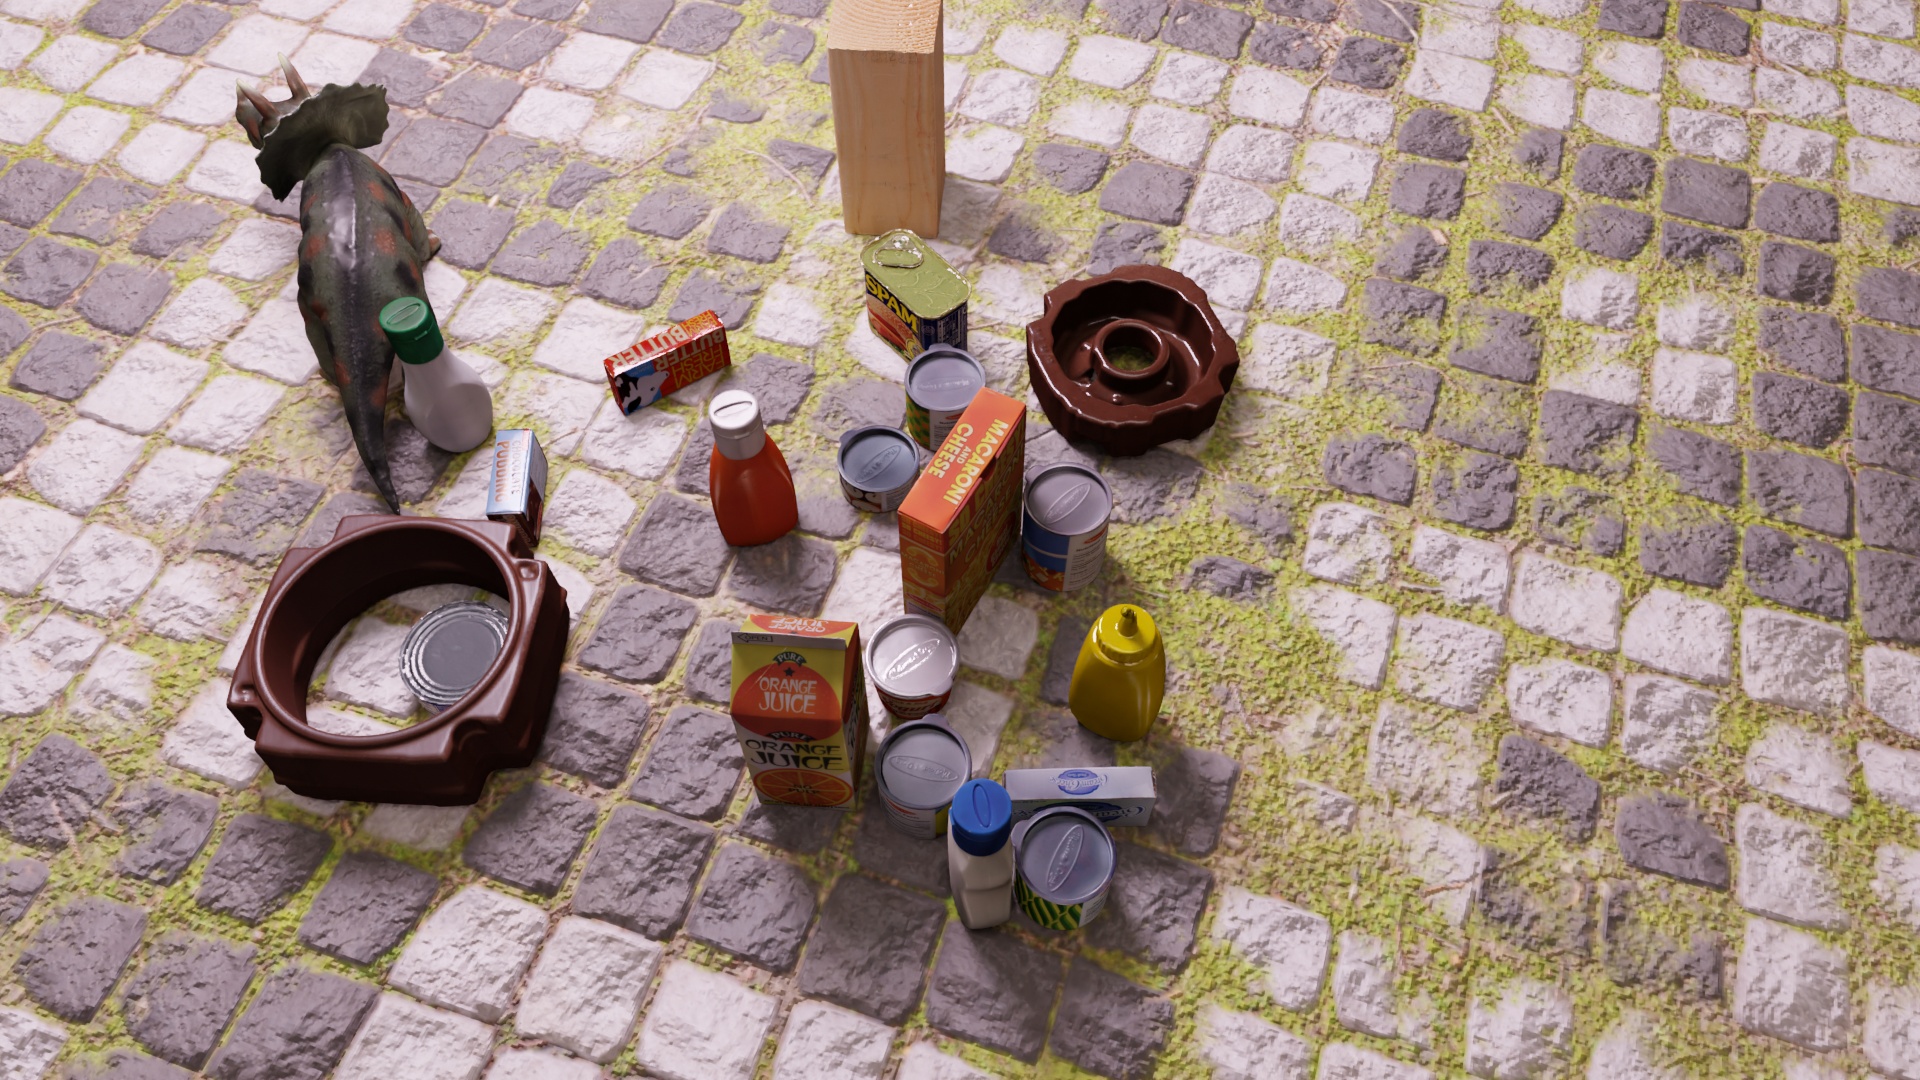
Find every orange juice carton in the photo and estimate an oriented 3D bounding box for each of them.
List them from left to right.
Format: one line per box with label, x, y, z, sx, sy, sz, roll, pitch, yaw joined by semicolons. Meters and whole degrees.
orange juice carton;-0.104;0.108;0.915;0.072;0.191;0.073;4;58;3

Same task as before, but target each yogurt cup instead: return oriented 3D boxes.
yogurt cup;-0.034;0.095;1.006;0.072;0.053;0.073;0;57;0

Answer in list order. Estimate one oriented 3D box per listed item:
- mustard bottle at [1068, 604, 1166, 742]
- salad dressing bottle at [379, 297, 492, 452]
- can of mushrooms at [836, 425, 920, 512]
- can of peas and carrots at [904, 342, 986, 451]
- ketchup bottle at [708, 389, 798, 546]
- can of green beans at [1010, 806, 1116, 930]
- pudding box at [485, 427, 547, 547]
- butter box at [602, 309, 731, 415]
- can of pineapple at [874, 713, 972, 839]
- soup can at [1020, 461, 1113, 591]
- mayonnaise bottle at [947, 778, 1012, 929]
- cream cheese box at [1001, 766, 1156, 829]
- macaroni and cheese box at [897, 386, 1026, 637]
mustard bottle;0.111;0.084;0.950;0.065;0.159;0.049;21;60;13
salad dressing bottle;-0.413;-0.129;1.093;0.064;0.147;0.044;-39;65;-22
can of mushrooms;-0.067;-0.059;1.116;0.071;0.033;0.071;0;57;0
can of peas and carrots;-0.013;-0.117;1.139;0.071;0.058;0.071;0;57;0
ketchup bottle;-0.160;-0.053;1.044;0.065;0.148;0.044;-18;59;-11
can of green beans;0.068;0.219;0.924;0.071;0.057;0.071;0;57;0
pudding box;-0.349;-0.042;1.095;0.030;0.049;0.084;-4;57;-2
butter box;-0.244;-0.149;1.163;0.104;0.053;0.024;-30;62;-18
can of pineapple;-0.024;0.164;0.958;0.071;0.057;0.071;0;57;0
soup can;0.078;-0.011;1.057;0.071;0.083;0.072;0;57;0
mayonnaise bottle;0.013;0.197;0.884;0.041;0.147;0.065;-9;58;-6
cream cheese box;0.080;0.177;0.953;0.104;0.053;0.024;-1;57;-1
macaroni and cheese box;0.004;-0.013;1.008;0.040;0.165;0.124;24;61;15
